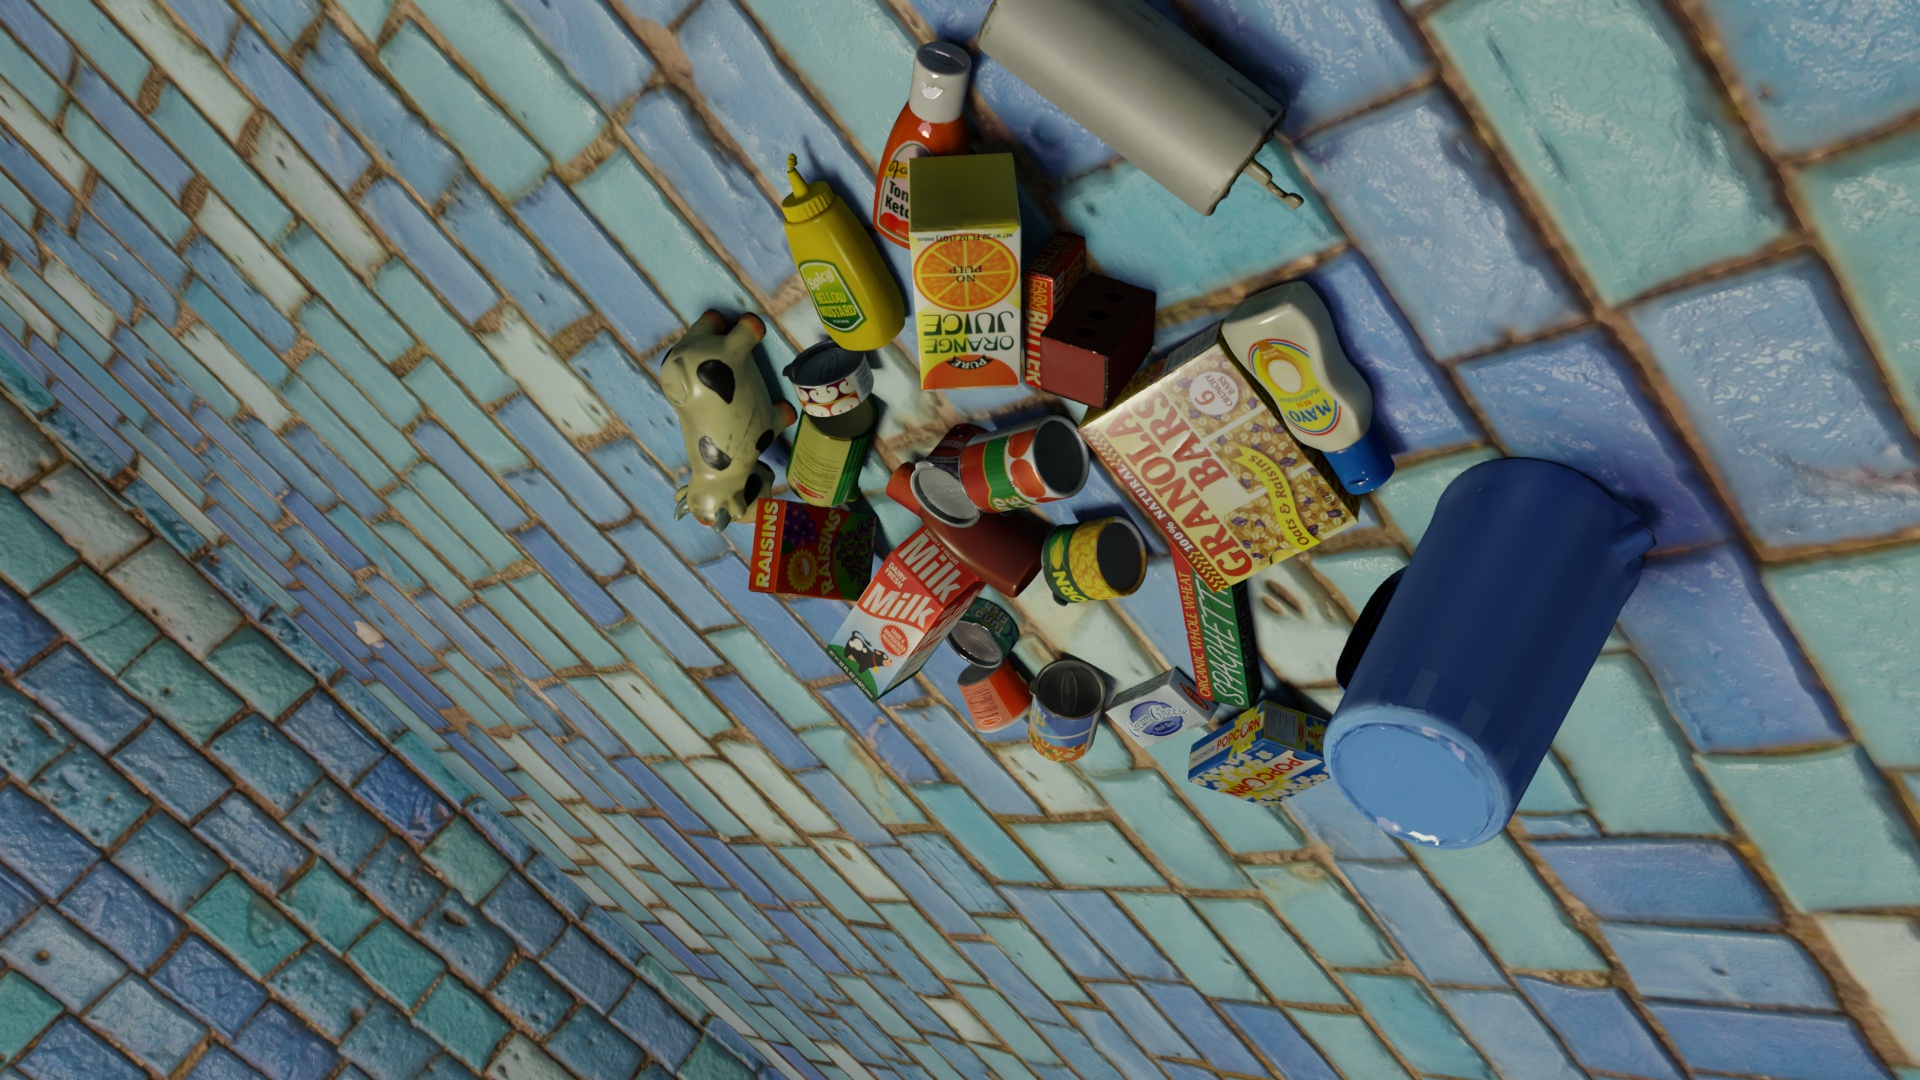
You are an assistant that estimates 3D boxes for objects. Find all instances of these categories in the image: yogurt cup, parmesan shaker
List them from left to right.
[{"bbox_3d":[-0.110,-0.083,1.213,0.071,0.072,0.102,34,145,6],"label":"parmesan shaker"},{"bbox_3d":[0.033,0.147,1.358,0.072,0.073,0.054,-10,116,48],"label":"yogurt cup"}]

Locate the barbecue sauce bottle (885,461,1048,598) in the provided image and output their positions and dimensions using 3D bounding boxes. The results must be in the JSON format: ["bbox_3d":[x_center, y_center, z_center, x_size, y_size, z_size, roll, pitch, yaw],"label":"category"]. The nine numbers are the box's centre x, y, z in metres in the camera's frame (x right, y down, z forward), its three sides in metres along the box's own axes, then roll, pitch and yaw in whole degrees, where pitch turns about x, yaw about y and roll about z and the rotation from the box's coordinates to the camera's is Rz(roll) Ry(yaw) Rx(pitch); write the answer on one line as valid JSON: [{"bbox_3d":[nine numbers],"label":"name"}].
[{"bbox_3d":[0.004,-0.015,1.194,0.149,0.065,0.043,34,158,15],"label":"barbecue sauce bottle"}]

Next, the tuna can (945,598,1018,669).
[{"bbox_3d":[0.020,0.088,1.325,0.071,0.033,0.070,24,144,19],"label":"tuna can"}]

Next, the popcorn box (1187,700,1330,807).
[{"bbox_3d":[0.263,0.185,1.190,0.085,0.038,0.126,20,149,-13],"label":"popcorn box"}]

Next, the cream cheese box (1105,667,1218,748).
[{"bbox_3d":[0.182,0.153,1.263,0.053,0.024,0.103,43,146,-6],"label":"cream cheese box"}]

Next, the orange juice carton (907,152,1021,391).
[{"bbox_3d":[0.004,-0.168,0.962,0.072,0.073,0.191,-3,144,0],"label":"orange juice carton"}]

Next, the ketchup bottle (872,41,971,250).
[{"bbox_3d":[-0.021,-0.263,0.937,0.065,0.044,0.148,24,144,7],"label":"ketchup bottle"}]

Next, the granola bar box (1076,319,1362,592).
[{"bbox_3d":[0.181,-0.054,0.971,0.124,0.039,0.165,-31,108,34],"label":"granola bar box"}]

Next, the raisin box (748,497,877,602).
[{"bbox_3d":[-0.134,0.010,1.274,0.040,0.086,0.123,4,177,38],"label":"raisin box"}]

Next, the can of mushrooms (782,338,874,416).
[{"bbox_3d":[-0.109,-0.134,1.147,0.071,0.071,0.033,13,140,32],"label":"can of mushrooms"}]

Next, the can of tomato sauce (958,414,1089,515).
[{"bbox_3d":[0.051,-0.058,1.093,0.083,0.071,0.071,-11,123,48],"label":"can of tomato sauce"}]

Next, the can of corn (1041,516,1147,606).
[{"bbox_3d":[0.109,0.018,1.127,0.058,0.071,0.071,-10,124,47],"label":"can of corn"}]

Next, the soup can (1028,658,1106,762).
[{"bbox_3d":[0.097,0.161,1.310,0.071,0.072,0.083,27,145,16],"label":"soup can"}]

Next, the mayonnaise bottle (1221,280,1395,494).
[{"bbox_3d":[0.233,-0.096,0.904,0.064,0.041,0.147,-15,120,47],"label":"mayonnaise bottle"}]

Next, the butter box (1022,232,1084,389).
[{"bbox_3d":[0.065,-0.159,0.972,0.024,0.053,0.103,20,143,21],"label":"butter box"}]

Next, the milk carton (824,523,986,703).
[{"bbox_3d":[-0.042,0.058,1.275,0.072,0.074,0.189,47,130,12],"label":"milk carton"}]

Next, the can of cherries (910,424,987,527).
[{"bbox_3d":[0.001,-0.056,1.150,0.071,0.059,0.071,25,145,19],"label":"can of cherries"}]

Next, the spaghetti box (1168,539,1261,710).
[{"bbox_3d":[0.203,0.043,1.109,0.050,0.029,0.248,13,139,31],"label":"spaghetti box"}]

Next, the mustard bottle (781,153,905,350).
[{"bbox_3d":[-0.098,-0.219,1.054,0.065,0.049,0.159,2,133,39],"label":"mustard bottle"}]
